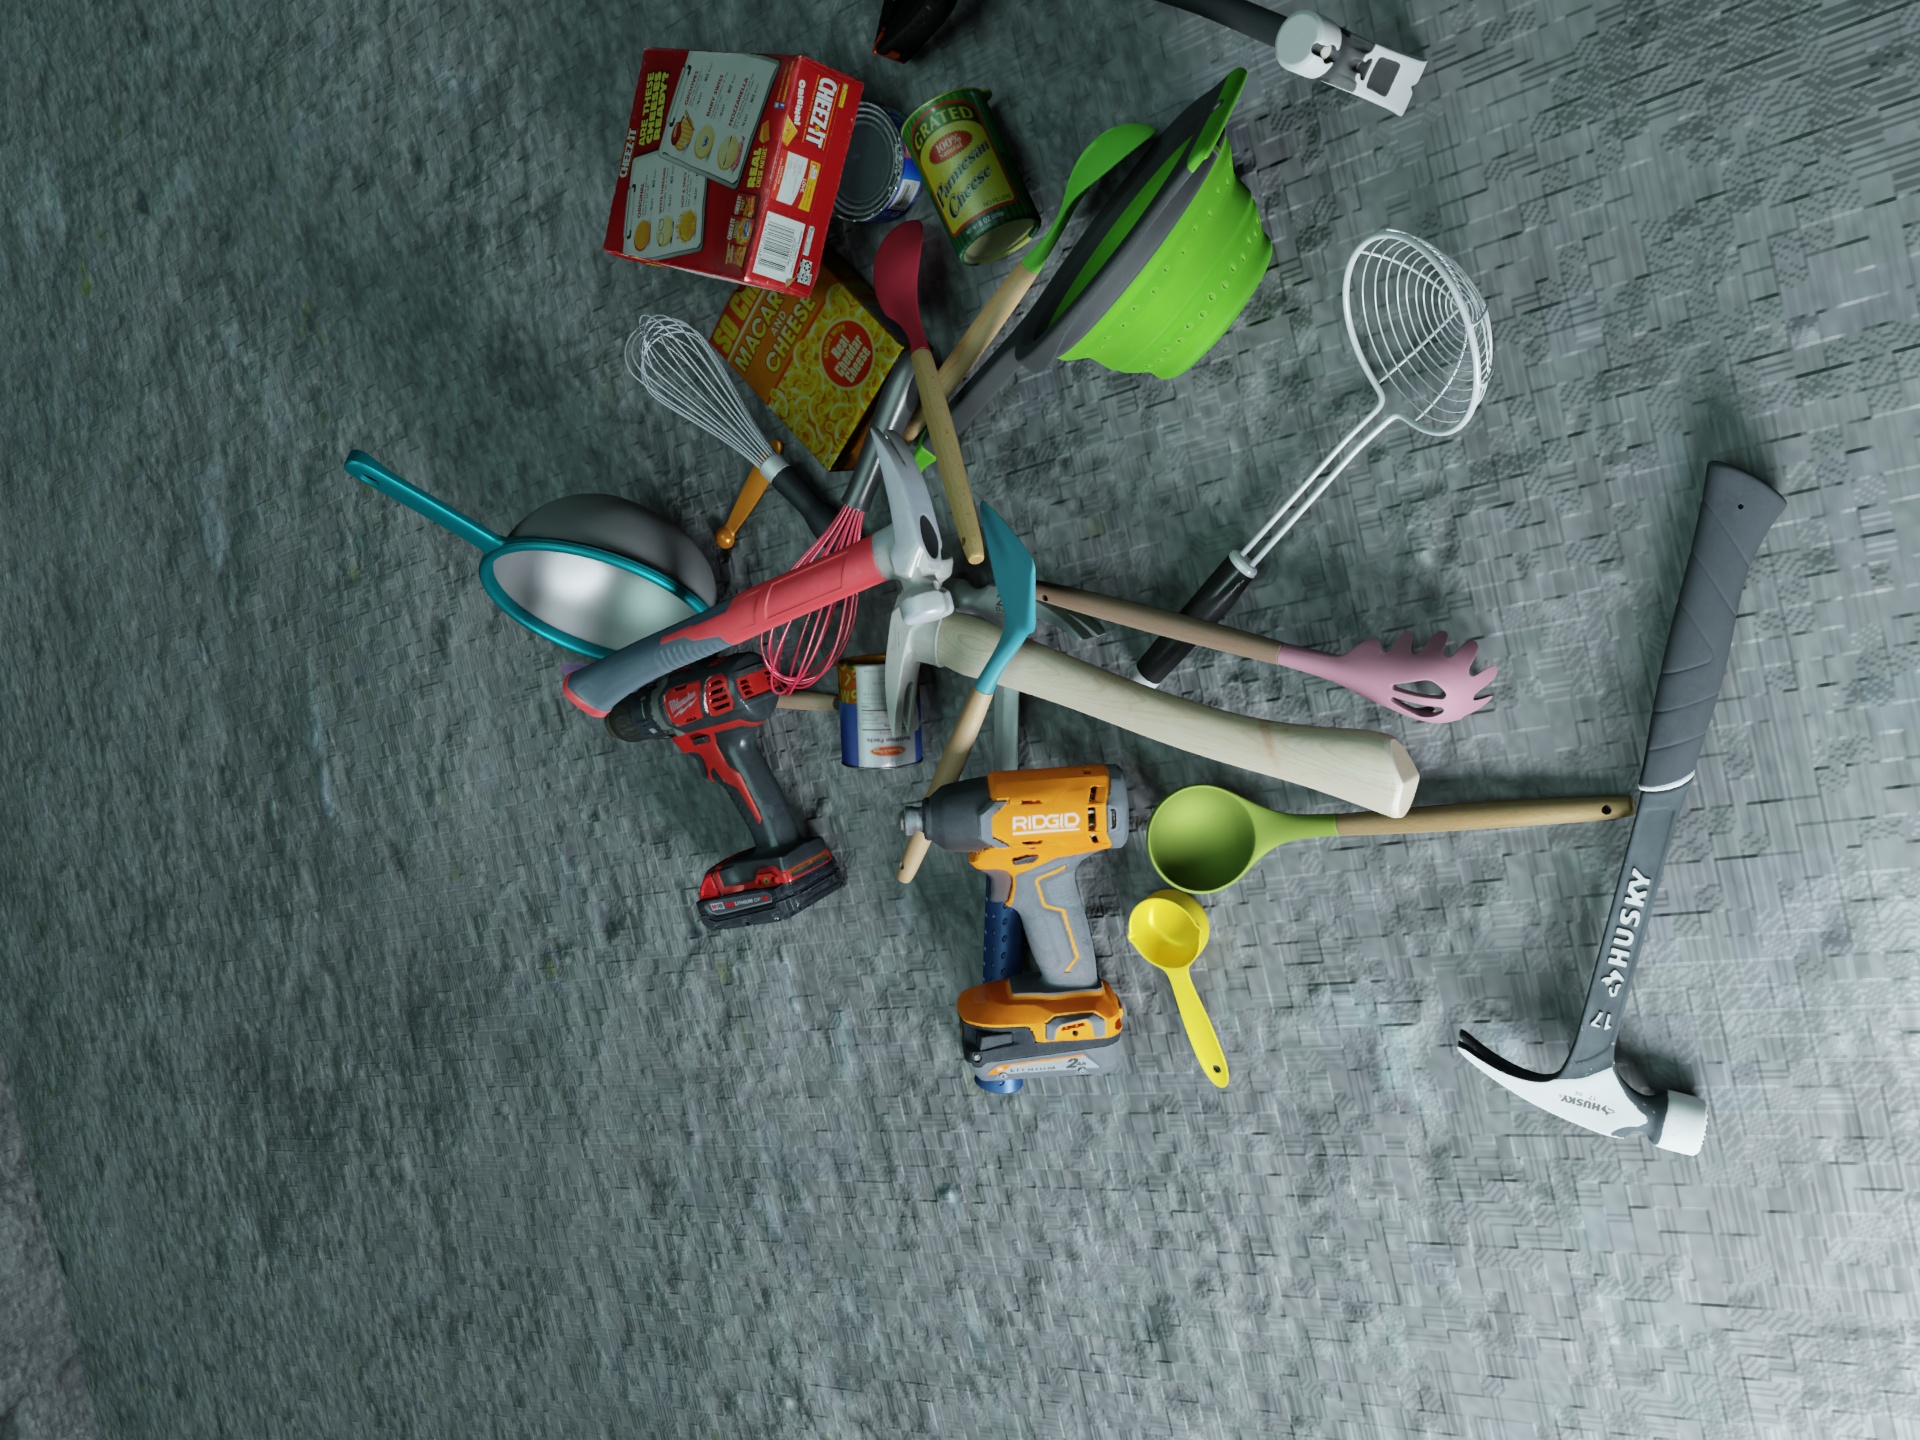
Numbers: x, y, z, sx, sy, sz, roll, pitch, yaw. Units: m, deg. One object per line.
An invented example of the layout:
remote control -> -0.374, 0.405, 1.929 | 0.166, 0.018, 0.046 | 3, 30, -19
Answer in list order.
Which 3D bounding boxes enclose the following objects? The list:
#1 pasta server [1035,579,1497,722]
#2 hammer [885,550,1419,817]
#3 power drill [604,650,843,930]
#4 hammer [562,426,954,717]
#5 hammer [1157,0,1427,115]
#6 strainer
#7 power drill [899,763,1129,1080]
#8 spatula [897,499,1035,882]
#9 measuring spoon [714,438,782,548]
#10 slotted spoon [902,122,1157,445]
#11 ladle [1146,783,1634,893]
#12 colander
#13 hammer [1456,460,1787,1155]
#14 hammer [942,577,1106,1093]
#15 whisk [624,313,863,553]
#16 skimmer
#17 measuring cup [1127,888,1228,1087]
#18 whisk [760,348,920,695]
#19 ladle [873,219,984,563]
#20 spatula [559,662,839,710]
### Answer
pasta server -> 0.190, -0.055, 1.054 | 0.316, 0.040, 0.060 | 17, 130, 26
hammer -> 0.116, -0.003, 1.108 | 0.411, 0.038, 0.146 | 20, 113, 32
power drill -> -0.211, 0.061, 1.368 | 0.188, 0.080, 0.226 | -13, 98, 38
hammer -> -0.176, -0.093, 1.231 | 0.386, 0.038, 0.143 | -19, 82, 34
hammer -> 0.145, -0.457, 1.000 | 0.335, 0.146, 0.035 | 43, 122, 35
strainer -> -0.341, -0.158, 1.328 | 0.211, 0.340, 0.095 | -14, 53, 48
power drill -> 0.041, 0.145, 1.169 | 0.164, 0.084, 0.226 | -3, 105, -3
spatula -> -0.002, -0.004, 1.147 | 0.082, 0.044, 0.317 | 55, 134, 43
measuring spoon -> -0.181, -0.192, 1.350 | 0.021, 0.011, 0.117 | 48, 123, 19
slotted spoon -> 0.035, -0.307, 1.143 | 0.031, 0.070, 0.313 | 39, 129, -4
ladle -> 0.270, 0.070, 1.044 | 0.320, 0.062, 0.078 | -7, 98, 35
colander -> 0.091, -0.257, 1.082 | 0.094, 0.205, 0.397 | 35, 143, -13
hammer -> 0.406, 0.053, 0.938 | 0.149, 0.036, 0.409 | 13, 105, 17
hammer -> 0.038, 0.096, 1.233 | 0.144, 0.035, 0.405 | 10, 105, 35
whisk -> -0.173, -0.228, 1.305 | 0.285, 0.070, 0.070 | 47, 124, 9
skimmer -> 0.203, -0.146, 1.024 | 0.363, 0.090, 0.127 | -51, 58, 33
measuring cup -> 0.171, 0.195, 1.169 | 0.062, 0.029, 0.156 | -13, 104, 37
whisk -> -0.089, -0.150, 1.234 | 0.073, 0.073, 0.295 | 34, 111, 26
ladle -> -0.022, -0.239, 1.128 | 0.069, 0.031, 0.316 | -51, 44, 47
spatula -> -0.237, -0.028, 1.411 | 0.316, 0.059, 0.018 | 6, 66, 32
